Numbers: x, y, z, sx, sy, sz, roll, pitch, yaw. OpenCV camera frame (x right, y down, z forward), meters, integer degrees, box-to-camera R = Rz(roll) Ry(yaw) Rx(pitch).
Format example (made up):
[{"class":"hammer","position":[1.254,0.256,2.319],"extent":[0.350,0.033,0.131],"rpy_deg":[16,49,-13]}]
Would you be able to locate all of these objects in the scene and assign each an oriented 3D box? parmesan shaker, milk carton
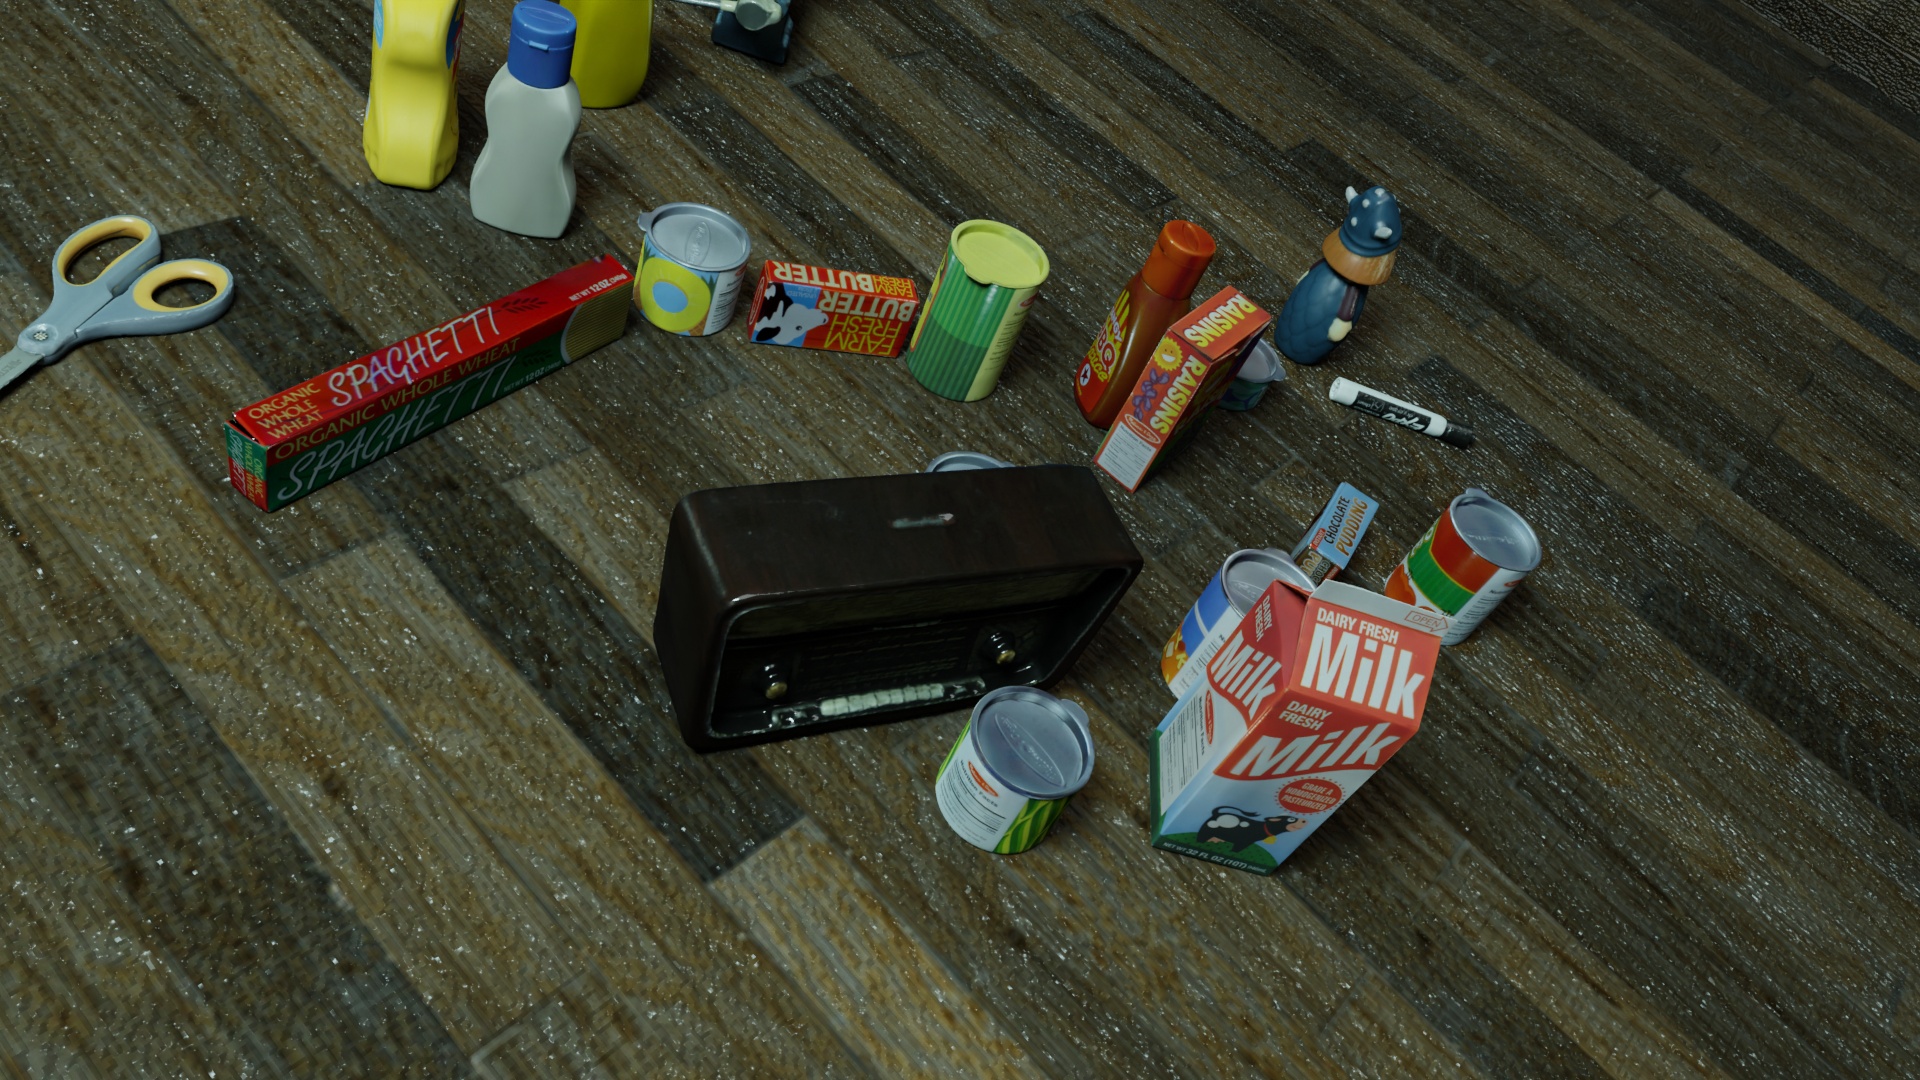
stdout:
[{"class":"parmesan shaker","position":[0.008,-0.148,0.912],"extent":[0.071,0.102,0.072],"rpy_deg":[13,45,-14]},{"class":"milk carton","position":[0.167,0.087,0.704],"extent":[0.072,0.189,0.074],"rpy_deg":[17,45,-10]}]

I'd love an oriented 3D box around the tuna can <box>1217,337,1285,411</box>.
[{"class":"tuna can","position":[0.203,-0.128,1.035],"extent":[0.071,0.032,0.071],"rpy_deg":[13,45,-14]}]

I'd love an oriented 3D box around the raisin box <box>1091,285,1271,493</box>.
[{"class":"raisin box","position":[0.145,-0.099,0.916],"extent":[0.040,0.122,0.086],"rpy_deg":[41,46,14]}]

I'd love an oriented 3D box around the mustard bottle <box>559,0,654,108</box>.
[{"class":"mustard bottle","position":[-0.245,-0.381,0.971],"extent":[0.065,0.159,0.049],"rpy_deg":[-16,58,-35]}]

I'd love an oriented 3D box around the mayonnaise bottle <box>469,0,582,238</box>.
[{"class":"mayonnaise bottle","position":[-0.263,-0.257,0.856],"extent":[0.065,0.147,0.041],"rpy_deg":[12,46,-15]}]

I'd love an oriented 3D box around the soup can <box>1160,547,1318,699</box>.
[{"class":"soup can","position":[0.164,0.054,0.810],"extent":[0.071,0.083,0.072],"rpy_deg":[13,45,-14]}]

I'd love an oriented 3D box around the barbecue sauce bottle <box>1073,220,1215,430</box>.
[{"class":"barbecue sauce bottle","position":[0.123,-0.145,0.930],"extent":[0.044,0.147,0.065],"rpy_deg":[10,46,-17]}]

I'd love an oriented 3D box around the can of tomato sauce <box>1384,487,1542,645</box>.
[{"class":"can of tomato sauce","position":[0.330,0.018,0.921],"extent":[0.071,0.082,0.071],"rpy_deg":[13,45,-14]}]

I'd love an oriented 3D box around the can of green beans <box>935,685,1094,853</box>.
[{"class":"can of green beans","position":[0.027,0.117,0.706],"extent":[0.071,0.057,0.071],"rpy_deg":[13,45,-14]}]

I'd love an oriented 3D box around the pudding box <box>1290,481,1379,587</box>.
[{"class":"pudding box","position":[0.242,0.003,0.918],"extent":[0.030,0.049,0.084],"rpy_deg":[35,44,8]}]

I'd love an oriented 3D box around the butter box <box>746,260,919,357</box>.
[{"class":"butter box","position":[-0.083,-0.150,0.908],"extent":[0.104,0.052,0.024],"rpy_deg":[3,49,-22]}]

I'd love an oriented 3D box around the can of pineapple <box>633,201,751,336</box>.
[{"class":"can of pineapple","position":[-0.173,-0.173,0.884],"extent":[0.071,0.057,0.071],"rpy_deg":[13,45,-14]}]

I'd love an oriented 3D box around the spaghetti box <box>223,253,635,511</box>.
[{"class":"spaghetti box","position":[-0.281,-0.093,0.765],"extent":[0.029,0.049,0.251],"rpy_deg":[39,45,12]}]

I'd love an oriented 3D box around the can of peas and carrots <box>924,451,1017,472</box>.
[{"class":"can of peas and carrots","position":[0.003,-0.010,0.813],"extent":[0.071,0.058,0.071],"rpy_deg":[13,45,-14]}]
